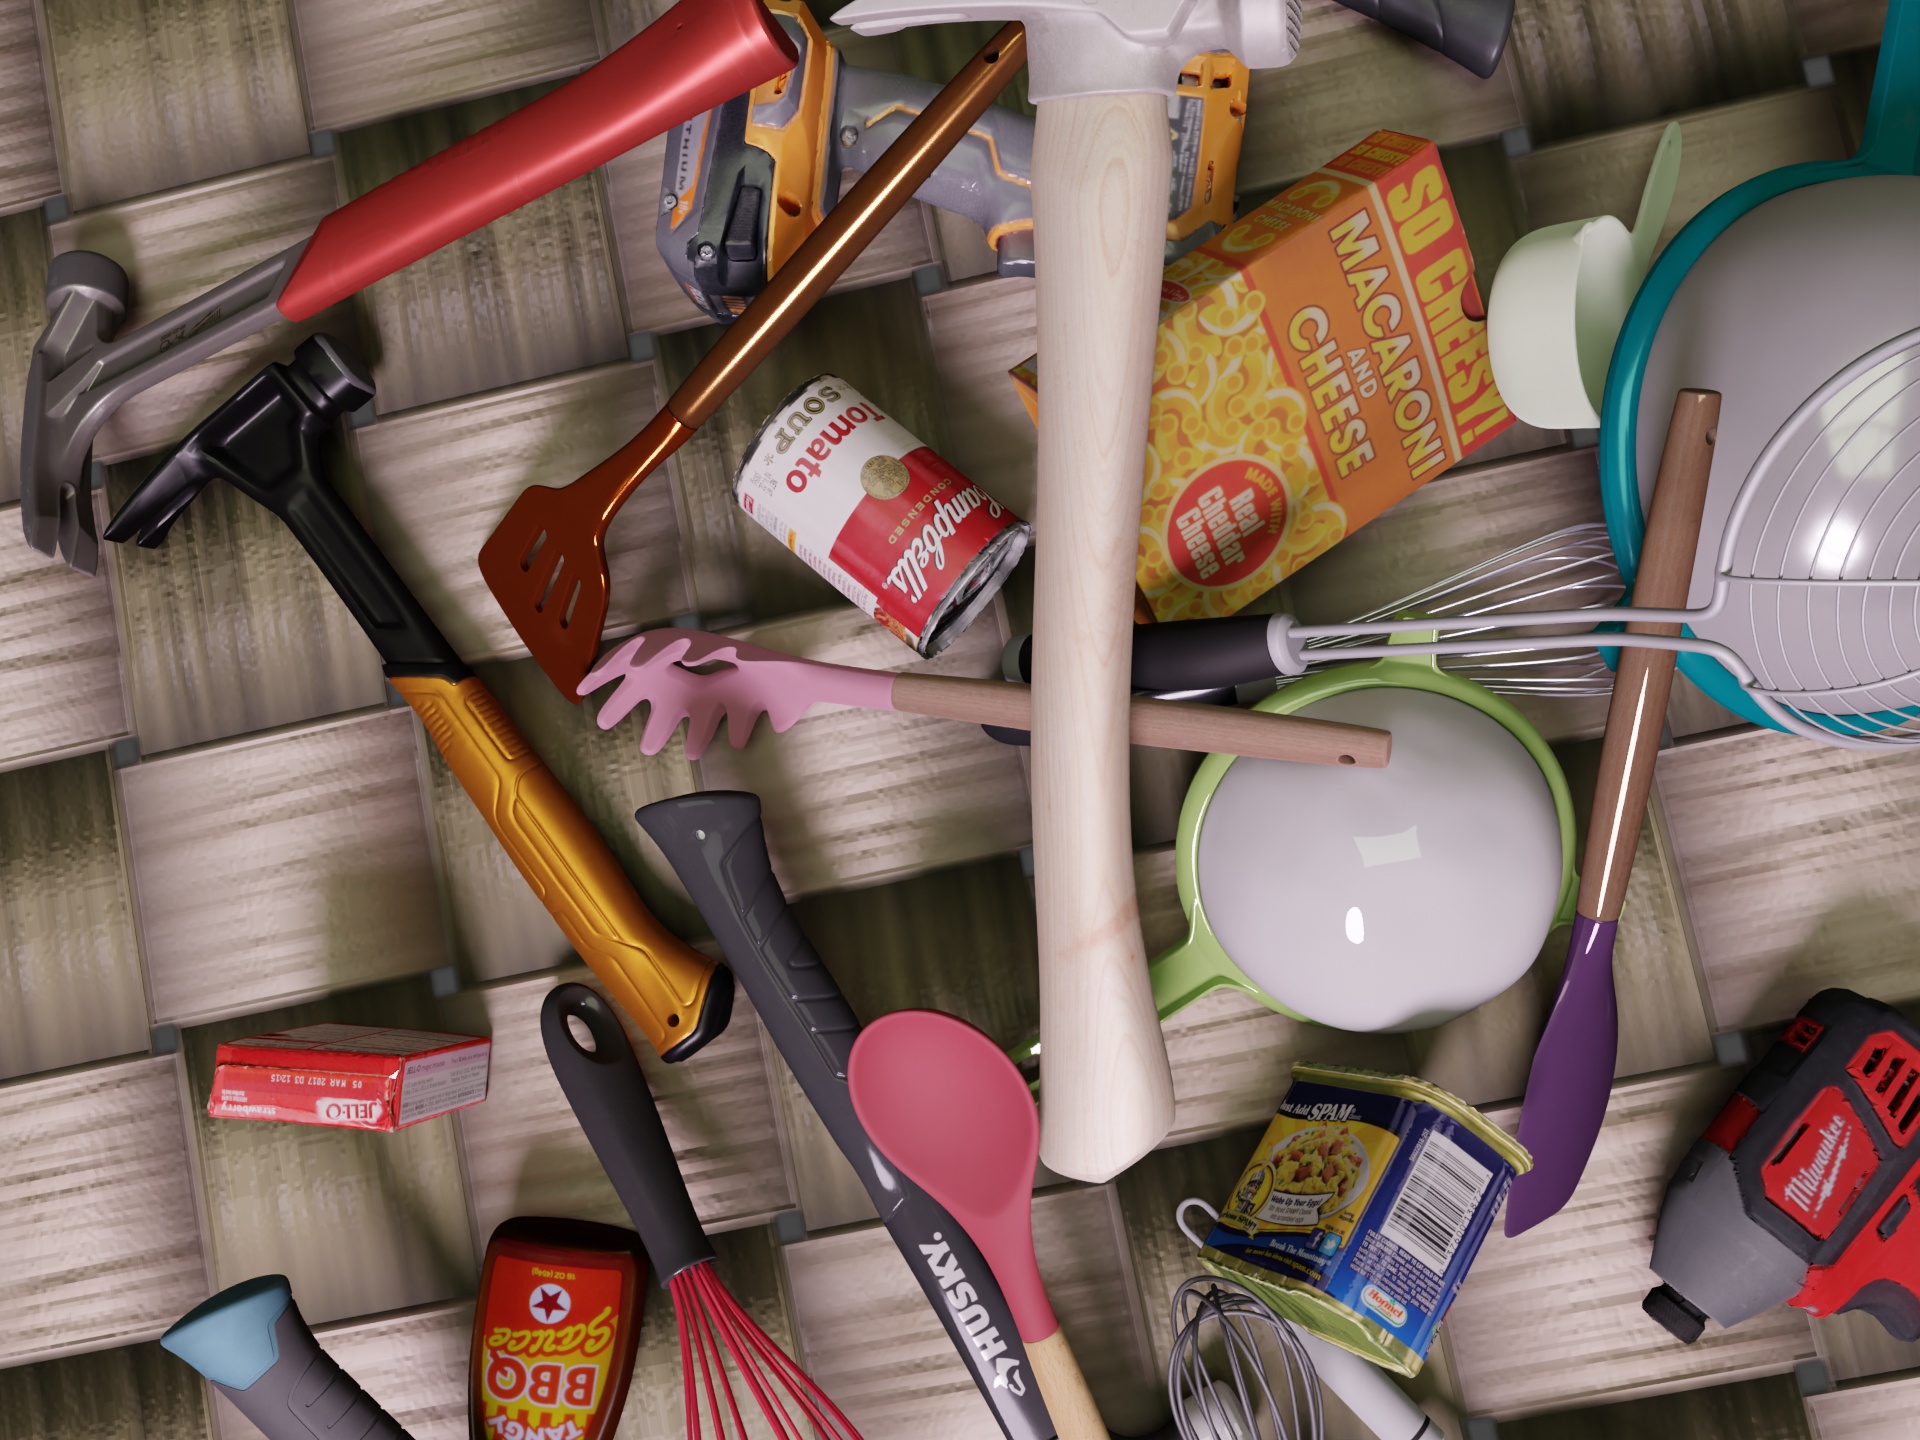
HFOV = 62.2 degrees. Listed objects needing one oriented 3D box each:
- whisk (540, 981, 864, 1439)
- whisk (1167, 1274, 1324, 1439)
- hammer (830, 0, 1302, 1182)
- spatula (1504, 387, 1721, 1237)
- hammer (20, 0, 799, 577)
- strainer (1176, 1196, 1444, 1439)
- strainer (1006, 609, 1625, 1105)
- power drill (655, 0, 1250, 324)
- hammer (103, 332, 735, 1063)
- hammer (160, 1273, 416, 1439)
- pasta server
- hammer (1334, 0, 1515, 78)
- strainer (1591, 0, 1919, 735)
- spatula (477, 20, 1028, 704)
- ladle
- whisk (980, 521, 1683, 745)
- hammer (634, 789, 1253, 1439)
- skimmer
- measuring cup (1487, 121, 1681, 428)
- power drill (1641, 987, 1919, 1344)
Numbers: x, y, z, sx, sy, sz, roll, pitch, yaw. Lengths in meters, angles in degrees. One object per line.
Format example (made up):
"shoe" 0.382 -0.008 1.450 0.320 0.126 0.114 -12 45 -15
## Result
"whisk" -0.093 0.223 0.592 0.073 0.073 0.296 -33 65 2
"whisk" 0.125 0.305 0.573 0.055 0.055 0.239 -19 101 3
"hammer" 0.033 -0.039 0.539 0.146 0.038 0.410 4 104 18
"spatula" 0.229 0.044 0.555 0.059 0.018 0.315 -13 115 -34
"hammer" -0.225 -0.183 0.619 0.359 0.036 0.149 -20 65 18
"strainer" 0.179 0.275 0.596 0.087 0.050 0.258 -45 77 -6
"strainer" 0.113 0.088 0.588 0.256 0.069 0.151 -34 103 11
"power drill" -0.002 -0.193 0.639 0.226 0.084 0.185 6 87 2
"hammer" -0.212 0.004 0.659 0.127 0.034 0.337 -39 83 4
"hammer" -0.162 0.329 0.587 0.128 0.033 0.331 -42 95 -7
"pasta server" -0.001 -0.002 0.598 0.316 0.060 0.040 7 55 22
"hammer" 0.045 -0.373 0.671 0.409 0.036 0.149 29 89 7
"strainer" 0.347 -0.160 0.548 0.211 0.095 0.340 9 91 -18
"spatula" -0.084 -0.131 0.598 0.322 0.041 0.081 -42 77 23
"ladle" 0.040 0.246 0.578 0.069 0.031 0.315 -22 92 25
"whisk" 0.146 -0.023 0.620 0.284 0.070 0.070 -11 84 9
"hammer" -0.030 0.173 0.611 0.146 0.035 0.335 -30 89 2
"skimmer" 0.173 -0.044 0.521 0.363 0.090 0.127 -2 125 42
"measuring cup" 0.244 -0.180 0.615 0.038 0.083 0.168 2 49 40
"power drill" 0.362 0.216 0.568 0.220 0.078 0.143 39 89 10
